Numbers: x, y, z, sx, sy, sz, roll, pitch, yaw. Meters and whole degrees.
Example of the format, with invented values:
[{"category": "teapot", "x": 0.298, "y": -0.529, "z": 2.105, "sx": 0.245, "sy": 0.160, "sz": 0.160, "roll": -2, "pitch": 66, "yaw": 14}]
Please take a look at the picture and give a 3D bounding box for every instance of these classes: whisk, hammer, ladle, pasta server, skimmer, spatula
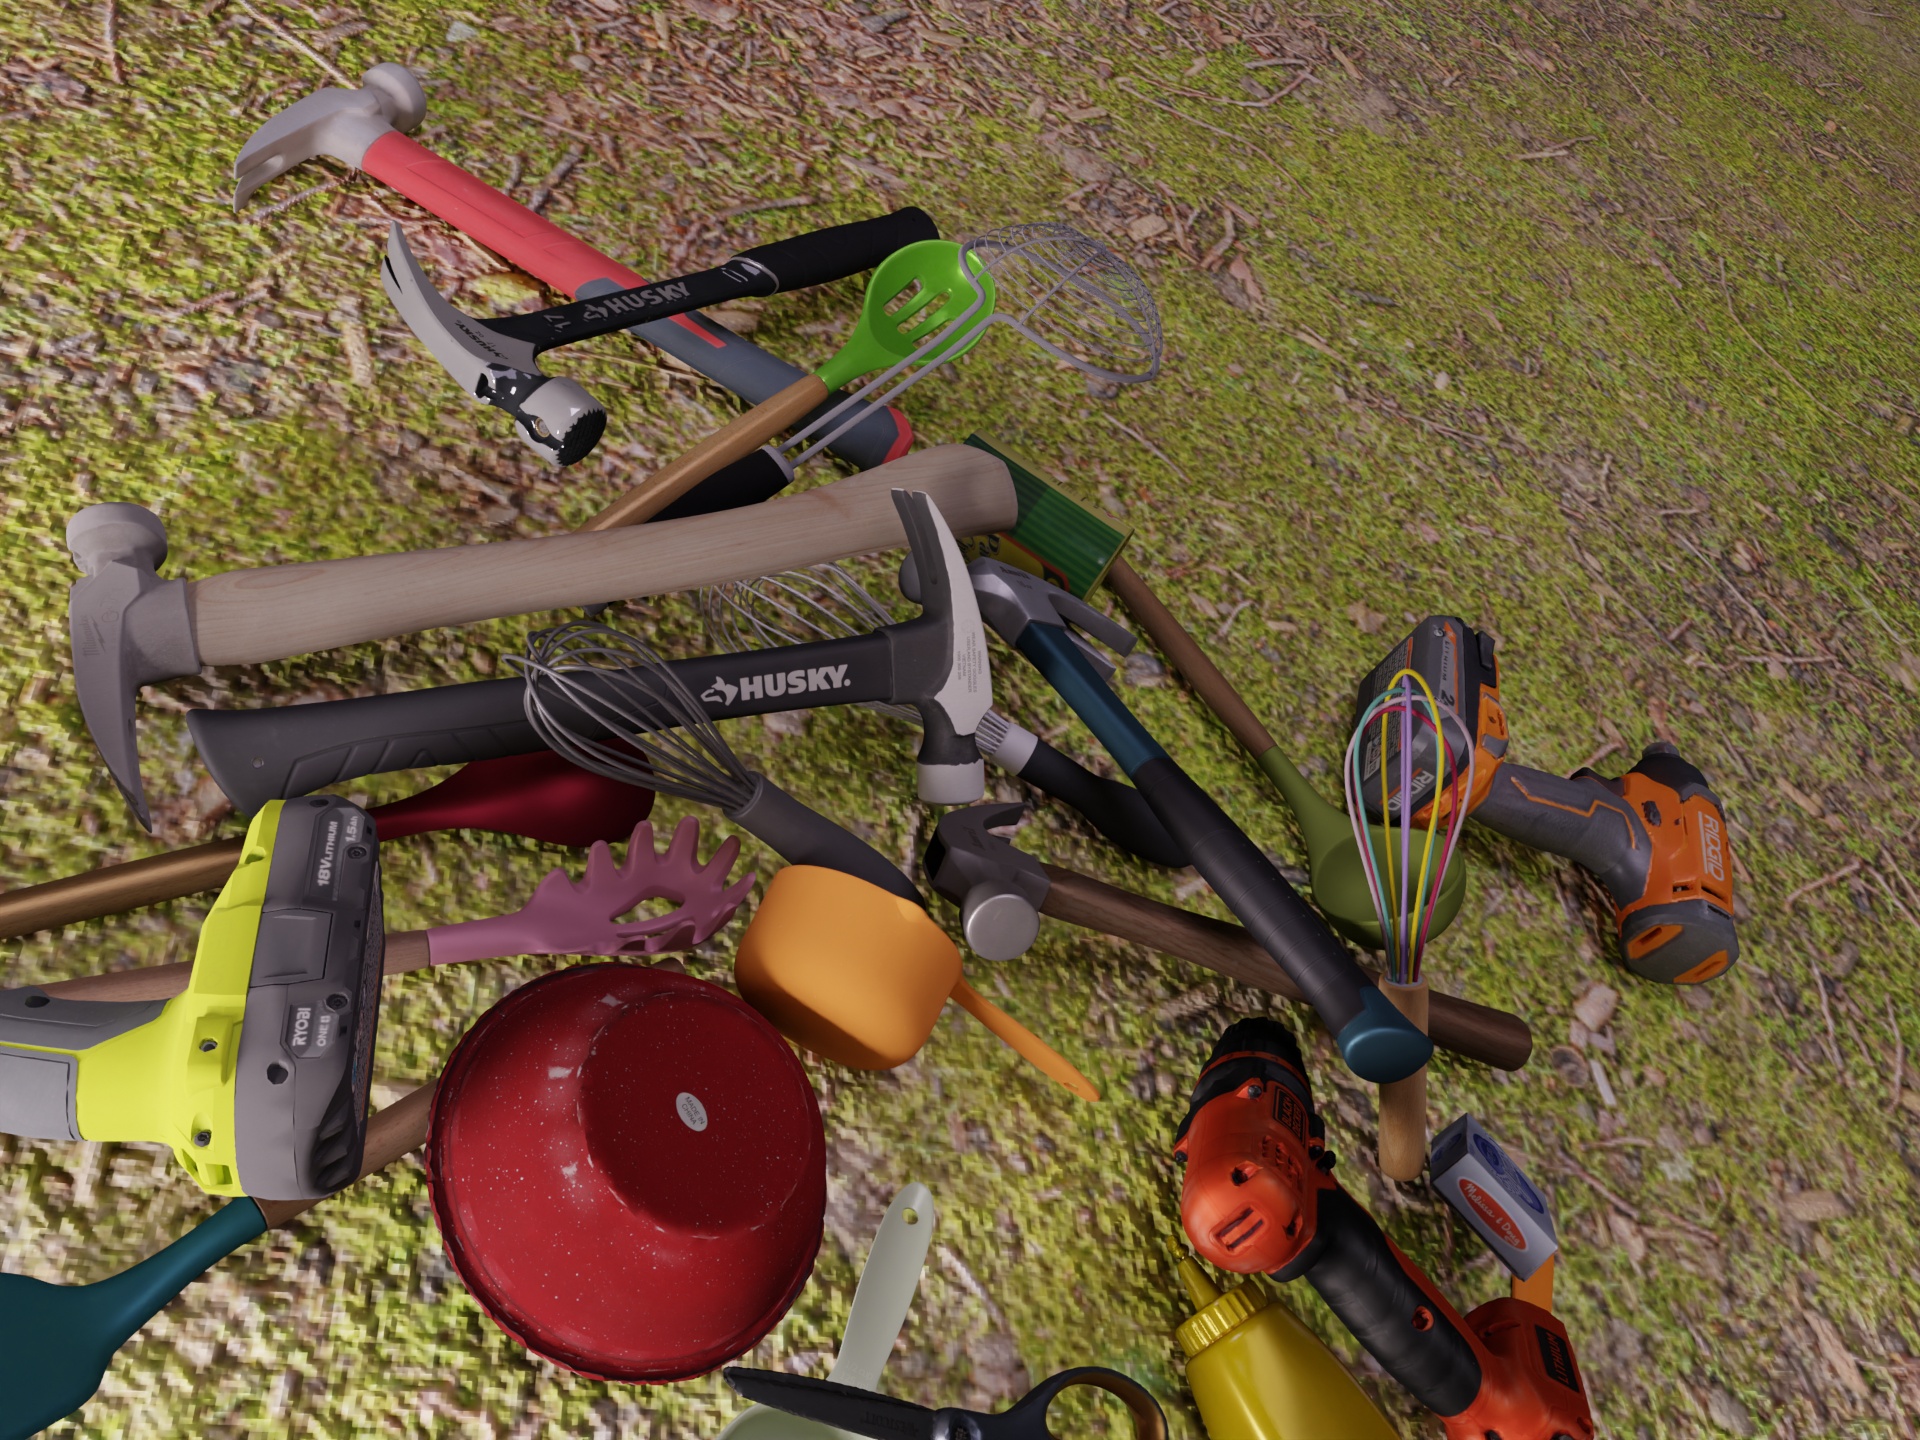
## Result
[{"category": "whisk", "x": -0.002, "y": -0.002, "z": 0.788, "sx": 0.284, "sy": 0.070, "sz": 0.070, "roll": 31, "pitch": 46, "yaw": -7}, {"category": "hammer", "x": 0.133, "y": 0.109, "z": 0.750, "sx": 0.331, "sy": 0.031, "sz": 0.130, "roll": 20, "pitch": 14, "yaw": -21}, {"category": "ladle", "x": -0.265, "y": 0.049, "z": 0.633, "sx": 0.315, "sy": 0.031, "sz": 0.069, "roll": -15, "pitch": 65, "yaw": -33}, {"category": "hammer", "x": -0.138, "y": -0.014, "z": 0.664, "sx": 0.334, "sy": 0.146, "sz": 0.035, "roll": -9, "pitch": 14, "yaw": -28}, {"category": "pasta server", "x": -0.232, "y": 0.086, "z": 0.609, "sx": 0.316, "sy": 0.040, "sz": 0.060, "roll": -6, "pitch": 44, "yaw": -29}, {"category": "skimmer", "x": -0.044, "y": -0.151, "z": 0.838, "sx": 0.363, "sy": 0.090, "sz": 0.127, "roll": -37, "pitch": 70, "yaw": -15}, {"category": "whisk", "x": -0.091, "y": 0.032, "z": 0.656, "sx": 0.238, "sy": 0.055, "sz": 0.055, "roll": 40, "pitch": 36, "yaw": -39}, {"category": "ladle", "x": 0.153, "y": -0.007, "z": 0.867, "sx": 0.078, "sy": 0.062, "sz": 0.320, "roll": -30, "pitch": 65, "yaw": -14}, {"category": "hammer", "x": -0.132, "y": -0.243, "z": 0.876, "sx": 0.149, "sy": 0.036, "sz": 0.409, "roll": 40, "pitch": 38, "yaw": 11}, {"category": "hammer", "x": 0.097, "y": 0.034, "z": 0.744, "sx": 0.128, "sy": 0.033, "sz": 0.331, "roll": 8, "pitch": 35, "yaw": -47}, {"category": "hammer", "x": -0.165, "y": -0.060, "z": 0.705, "sx": 0.410, "sy": 0.038, "sz": 0.146, "roll": -12, "pitch": 60, "yaw": -18}, {"category": "whisk", "x": 0.197, "y": 0.096, "z": 0.703, "sx": 0.051, "sy": 0.245, "sz": 0.047, "roll": -18, "pitch": 22, "yaw": -37}, {"category": "hammer", "x": -0.204, "y": -0.234, "z": 0.887, "sx": 0.386, "sy": 0.038, "sz": 0.143, "roll": 31, "pitch": 47, "yaw": 0}, {"category": "spatula", "x": -0.221, "y": 0.152, "z": 0.555, "sx": 0.082, "sy": 0.044, "sz": 0.317, "roll": 35, "pitch": 42, "yaw": 28}]

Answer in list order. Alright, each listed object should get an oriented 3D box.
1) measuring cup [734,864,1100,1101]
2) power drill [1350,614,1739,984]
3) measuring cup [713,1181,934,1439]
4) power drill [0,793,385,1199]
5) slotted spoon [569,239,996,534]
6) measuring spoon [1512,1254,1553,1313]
[{"category": "measuring cup", "x": -0.017, "y": 0.129, "z": 0.659, "sx": 0.173, "sy": 0.095, "sz": 0.052, "roll": 38, "pitch": 60, "yaw": -13}, {"category": "power drill", "x": 0.339, "y": 0.035, "z": 0.910, "sx": 0.226, "sy": 0.084, "sz": 0.164, "roll": 29, "pitch": 45, "yaw": -8}, {"category": "measuring cup", "x": -0.044, "y": 0.244, "z": 0.574, "sx": 0.083, "sy": 0.038, "sz": 0.168, "roll": 28, "pitch": 44, "yaw": -3}, {"category": "power drill", "x": -0.313, "y": 0.079, "z": 0.521, "sx": 0.228, "sy": 0.080, "sz": 0.191, "roll": 2, "pitch": 46, "yaw": -15}, {"category": "slotted spoon", "x": -0.096, "y": -0.168, "z": 0.851, "sx": 0.314, "sy": 0.031, "sz": 0.070, "roll": -41, "pitch": 93, "yaw": -28}, {"category": "measuring spoon", "x": 0.262, "y": 0.269, "z": 0.722, "sx": 0.021, "sy": 0.011, "sz": 0.117, "roll": 27, "pitch": 46, "yaw": -4}]
